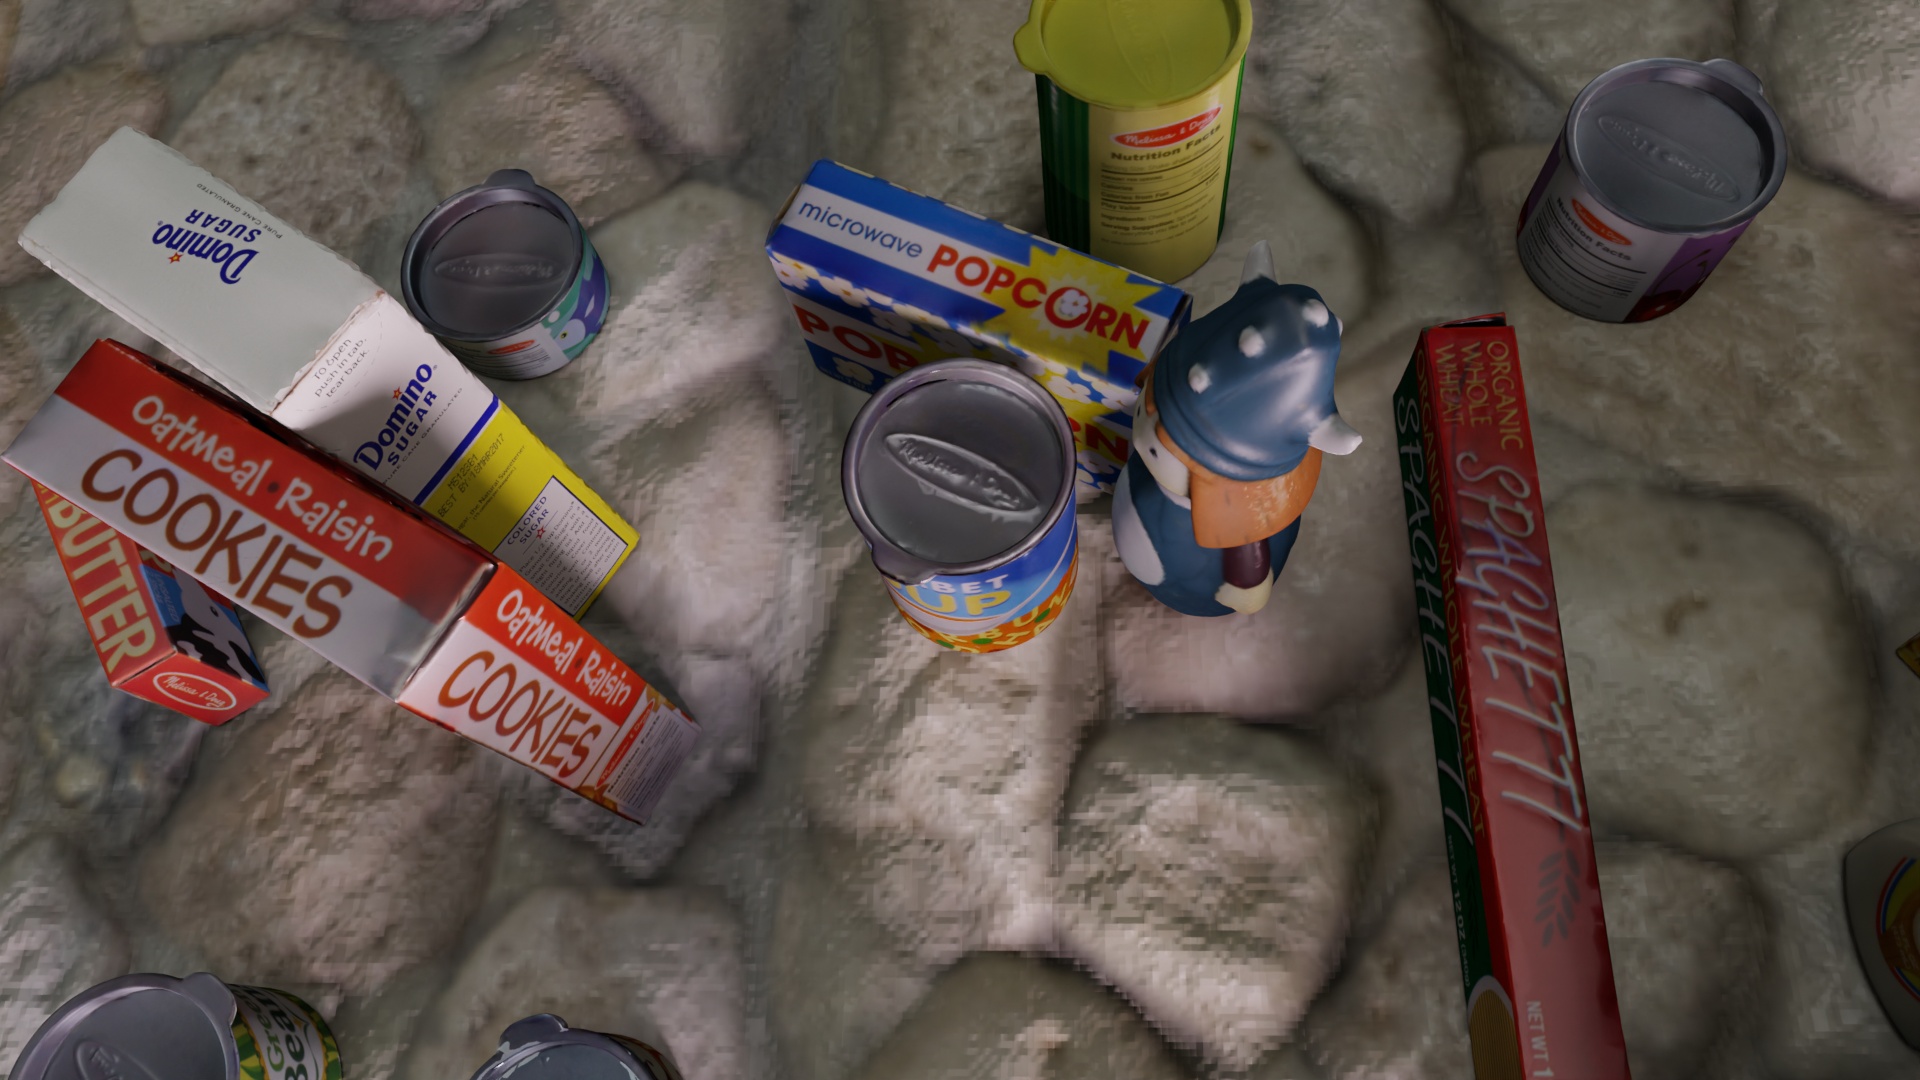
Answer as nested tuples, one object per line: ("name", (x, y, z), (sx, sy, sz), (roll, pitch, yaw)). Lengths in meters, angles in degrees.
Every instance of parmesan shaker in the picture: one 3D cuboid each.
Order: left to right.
("parmesan shaker", (0.055, -0.137, 0.460), (0.071, 0.102, 0.071), (-2, 69, 5))

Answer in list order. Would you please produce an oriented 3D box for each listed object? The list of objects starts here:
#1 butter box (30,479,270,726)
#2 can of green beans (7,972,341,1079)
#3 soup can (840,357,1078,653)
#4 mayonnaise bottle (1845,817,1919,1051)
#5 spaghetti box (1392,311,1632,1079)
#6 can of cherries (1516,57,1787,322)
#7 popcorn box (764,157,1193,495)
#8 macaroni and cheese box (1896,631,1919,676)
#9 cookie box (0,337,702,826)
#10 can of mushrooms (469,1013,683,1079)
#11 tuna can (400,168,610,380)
("butter box", (-0.271, 0.009, 0.461), (0.024, 0.053, 0.104), (-32, 69, -7))
("can of green beans", (-0.221, 0.159, 0.394), (0.071, 0.057, 0.071), (-2, 69, 5))
("soup can", (0.002, -0.005, 0.424), (0.071, 0.083, 0.071), (-2, 69, 5))
("mayonnaise bottle", (0.267, 0.088, 0.327), (0.041, 0.147, 0.065), (-7, 69, 3))
("spaghetti box", (0.157, 0.054, 0.403), (0.029, 0.050, 0.251), (-2, 69, 5))
("can of cherries", (0.227, -0.115, 0.459), (0.071, 0.058, 0.072), (-2, 69, 5))
("popcorn box", (0.007, -0.066, 0.446), (0.127, 0.085, 0.038), (23, 73, 14))
("macaroni and cheese box", (0.325, 0.043, 0.329), (0.040, 0.166, 0.124), (-32, 69, -7))
("cookie box", (-0.152, 0.020, 0.383), (0.123, 0.167, 0.040), (26, 74, 15))
("can of mushrooms", (-0.110, 0.171, 0.392), (0.071, 0.033, 0.071), (-2, 69, 5))
("tuna can", (-0.163, -0.096, 0.502), (0.071, 0.032, 0.071), (-2, 69, 5))
